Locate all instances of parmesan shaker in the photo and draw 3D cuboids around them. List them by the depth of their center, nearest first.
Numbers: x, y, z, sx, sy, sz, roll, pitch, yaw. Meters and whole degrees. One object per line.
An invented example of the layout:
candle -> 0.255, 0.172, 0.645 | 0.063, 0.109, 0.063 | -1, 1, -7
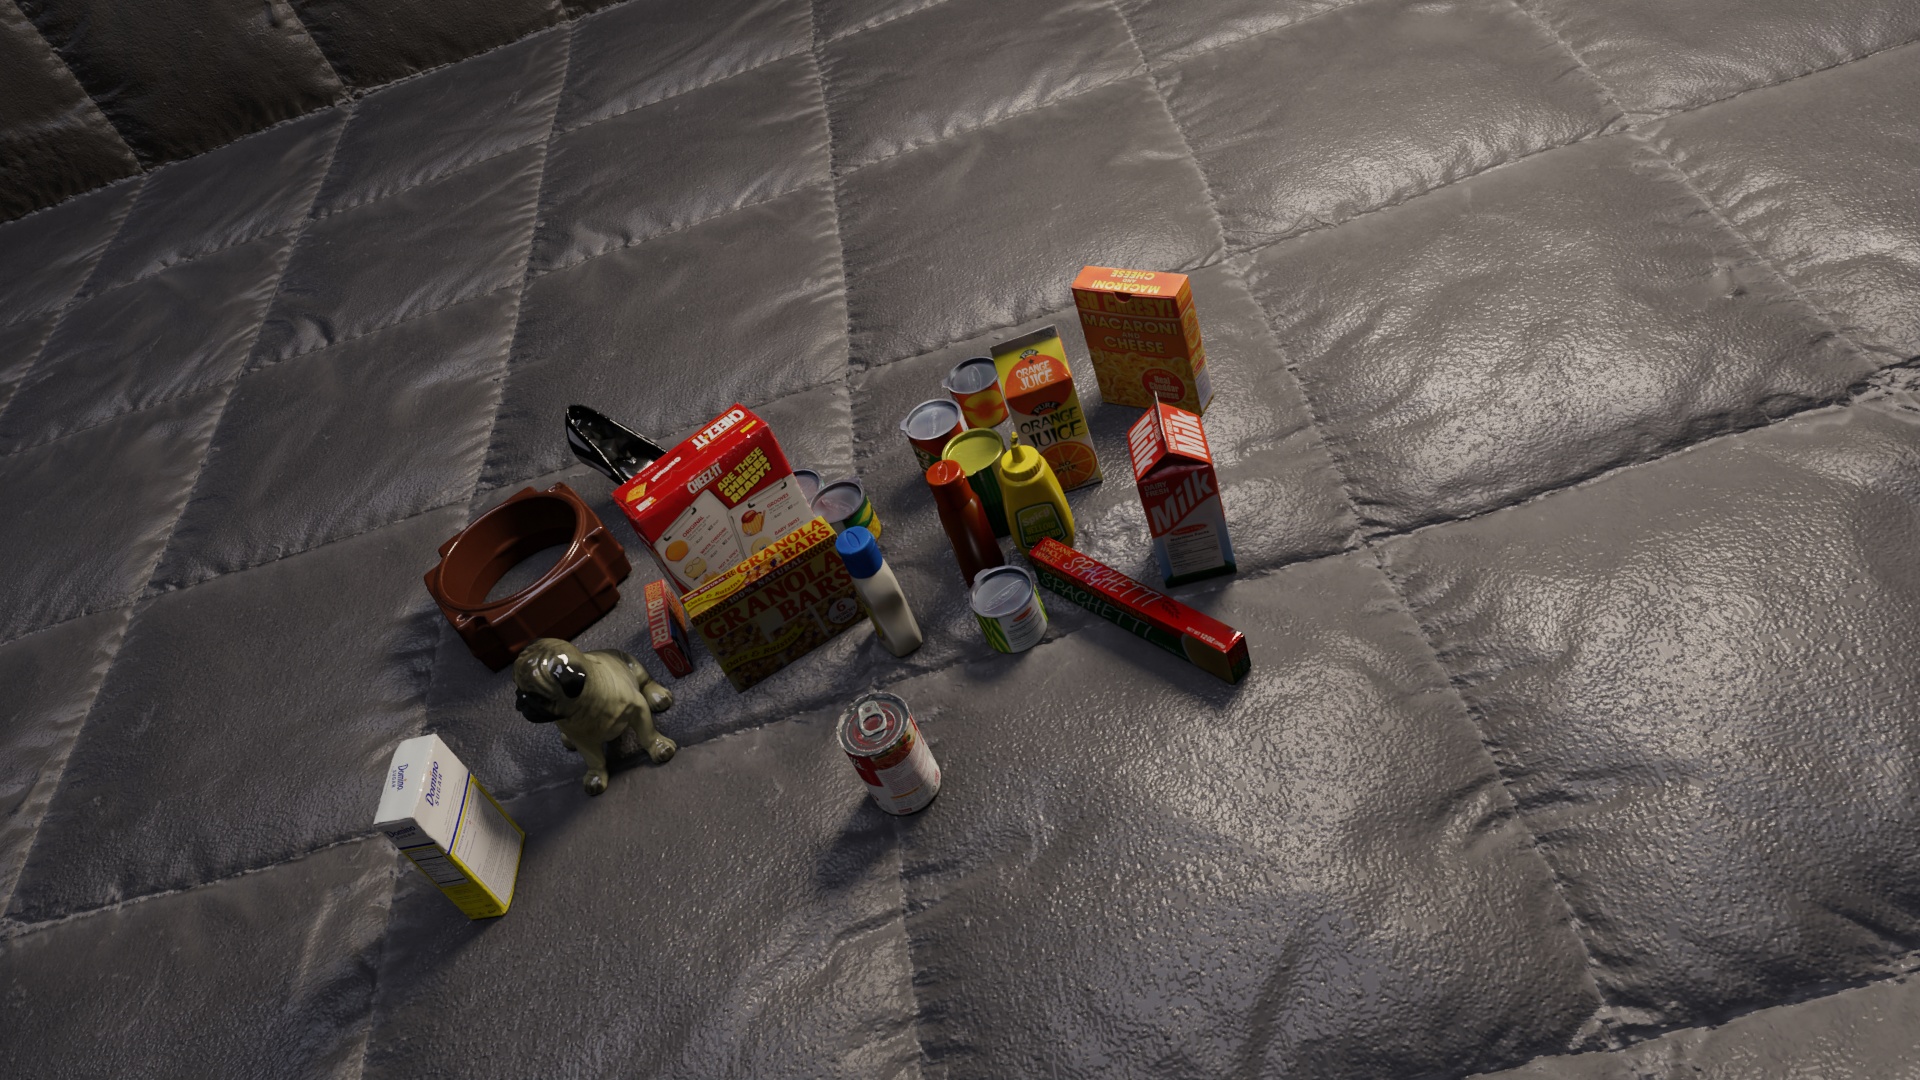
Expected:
parmesan shaker -> 0.026, -0.057, 1.461 | 0.071, 0.102, 0.072 | -12, 44, 12

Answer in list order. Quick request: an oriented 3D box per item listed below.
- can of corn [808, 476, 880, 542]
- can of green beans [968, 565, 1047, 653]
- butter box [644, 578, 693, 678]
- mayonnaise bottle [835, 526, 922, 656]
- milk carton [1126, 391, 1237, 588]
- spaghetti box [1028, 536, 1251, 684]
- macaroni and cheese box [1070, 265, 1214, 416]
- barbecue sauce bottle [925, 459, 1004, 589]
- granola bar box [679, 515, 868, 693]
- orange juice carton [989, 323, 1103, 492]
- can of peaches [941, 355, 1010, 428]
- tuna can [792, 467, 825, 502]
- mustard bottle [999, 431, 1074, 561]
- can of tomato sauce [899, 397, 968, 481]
can of corn -> -0.125, -0.025, 1.525 | 0.071, 0.058, 0.071 | -12, 44, 12
can of green beans -> 0.048, 0.068, 1.361 | 0.071, 0.057, 0.071 | -12, 44, 12
butter box -> -0.313, 0.093, 1.489 | 0.024, 0.053, 0.104 | -23, 43, 0
mayonnaise bottle -> -0.082, 0.048, 1.368 | 0.041, 0.147, 0.065 | -30, 44, -7
milk carton -> 0.206, -0.049, 1.314 | 0.073, 0.189, 0.073 | -14, 44, 10
spaghetti box -> 0.165, 0.063, 1.323 | 0.250, 0.050, 0.029 | 27, 62, 39
macaroni and cheese box -> 0.198, -0.214, 1.498 | 0.124, 0.165, 0.040 | 12, 53, 32
barbecue sauce bottle -> 0.005, -0.018, 1.397 | 0.043, 0.148, 0.065 | -11, 44, 12
granola bar box -> -0.184, 0.065, 1.411 | 0.166, 0.123, 0.039 | -31, 44, -9
orange juice carton -> 0.089, -0.141, 1.452 | 0.072, 0.191, 0.073 | -18, 43, 6
can of peaches -> 0.020, -0.170, 1.608 | 0.071, 0.057, 0.071 | -12, 44, 12
tuna can -> -0.183, -0.048, 1.589 | 0.071, 0.032, 0.071 | -12, 44, 12
mustard bottle -> 0.070, -0.046, 1.390 | 0.065, 0.159, 0.049 | -17, 43, 7
can of tomato sauce -> -0.021, -0.105, 1.542 | 0.071, 0.082, 0.071 | -12, 44, 12
